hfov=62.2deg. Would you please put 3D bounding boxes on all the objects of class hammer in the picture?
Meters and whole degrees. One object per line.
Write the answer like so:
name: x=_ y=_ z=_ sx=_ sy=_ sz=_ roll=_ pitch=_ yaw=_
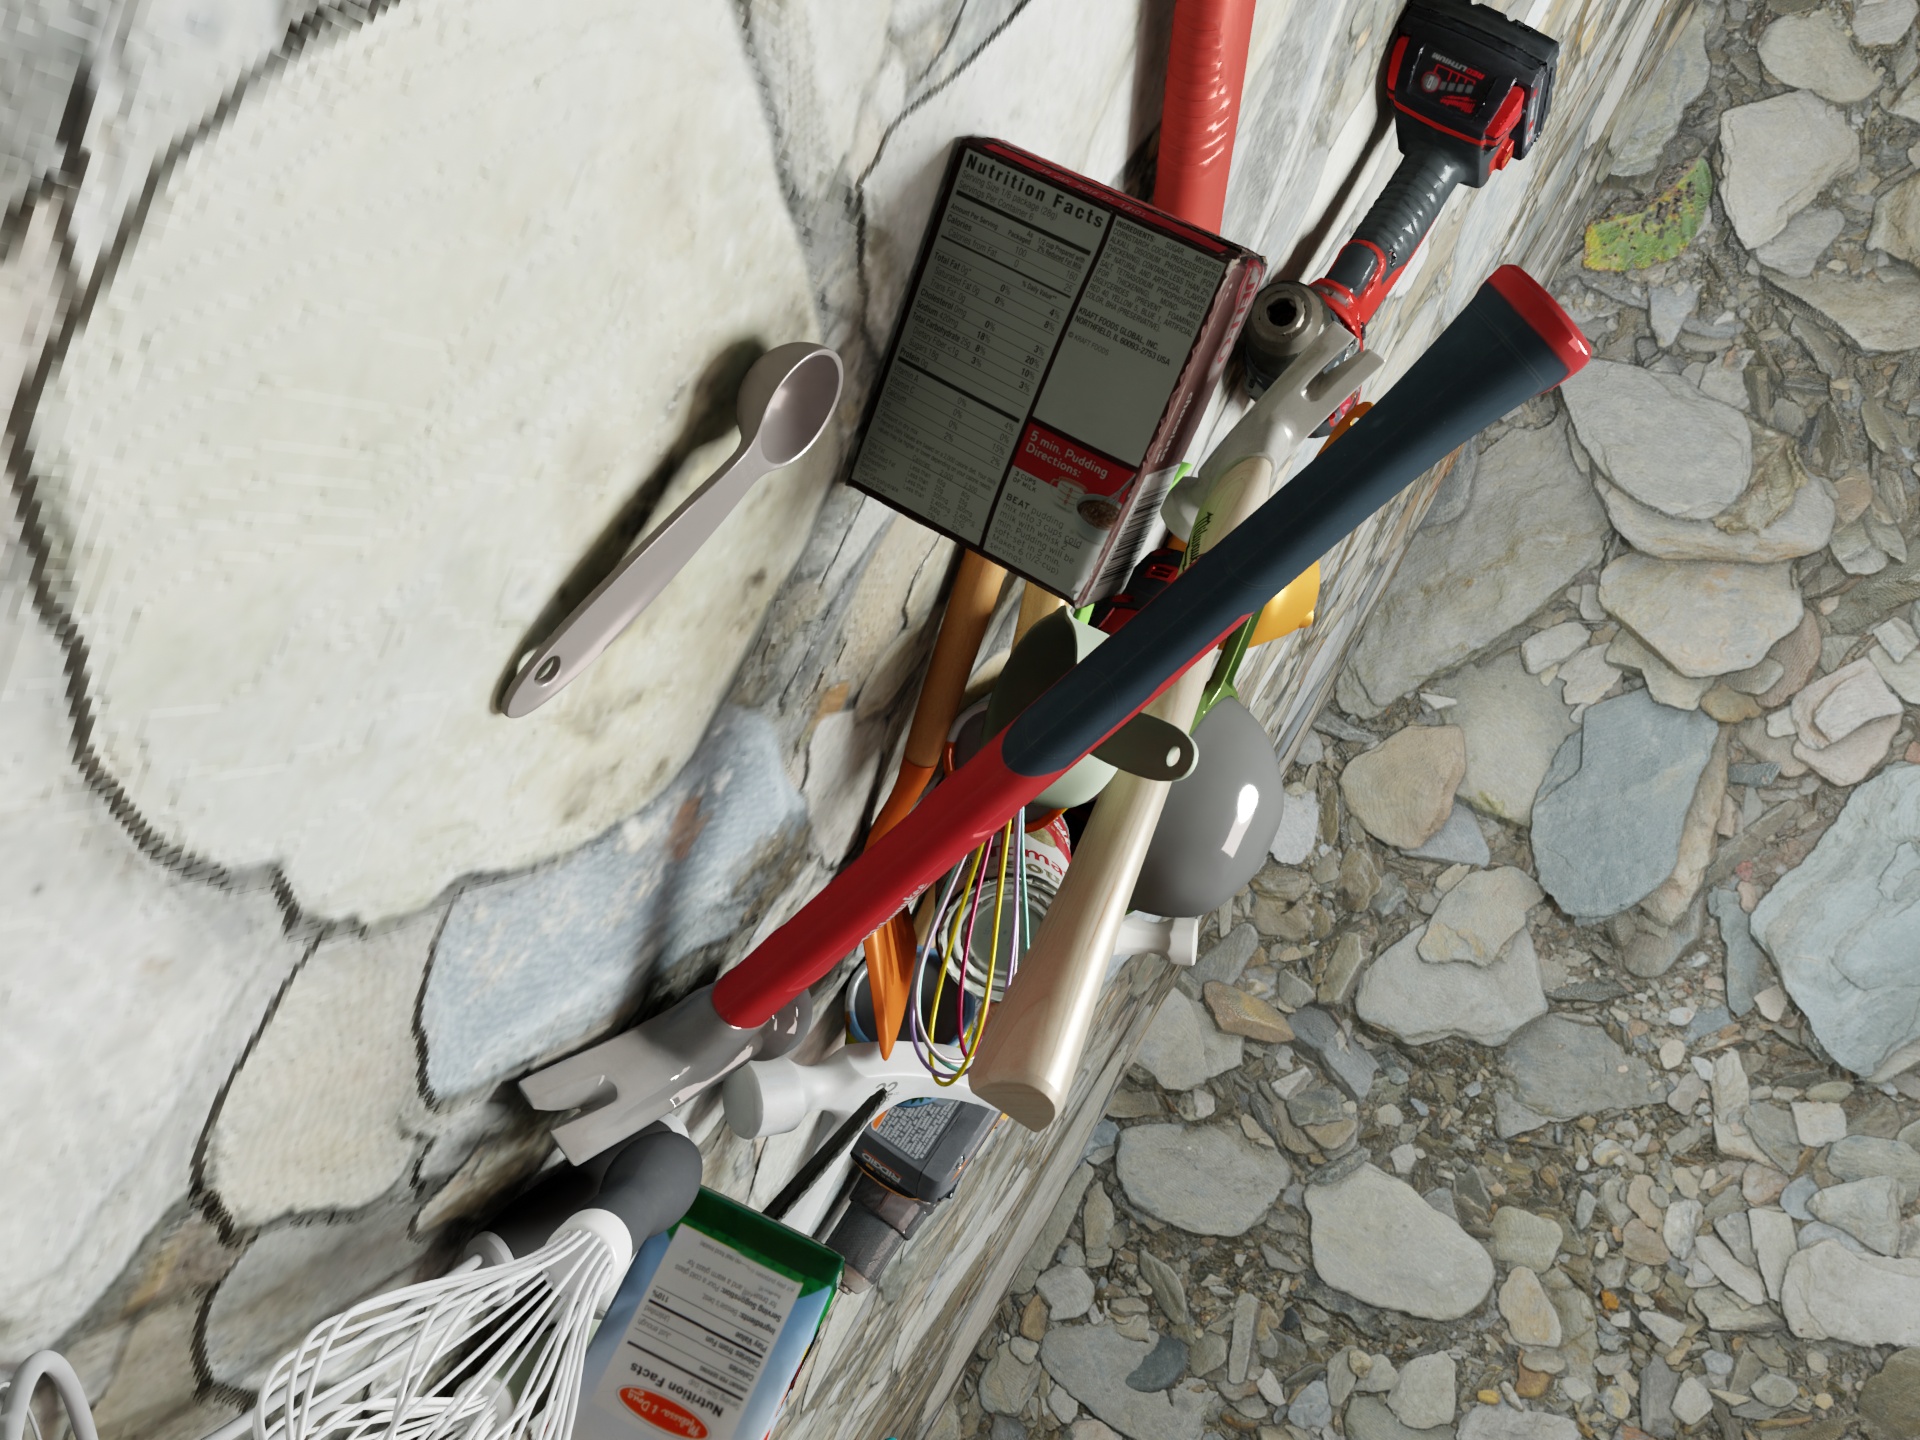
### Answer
hammer: x=0.023 y=0.007 z=0.492 sx=0.386 sy=0.038 sz=0.143 roll=-42 pitch=169 yaw=20
hammer: x=0.093 y=-0.013 z=0.678 sx=0.146 sy=0.038 sz=0.411 roll=-47 pitch=-166 yaw=49
hammer: x=-0.107 y=0.310 z=0.812 sx=0.144 sy=0.035 sz=0.405 roll=1 pitch=127 yaw=-36
hammer: x=0.057 y=0.139 z=0.896 sx=0.331 sy=0.130 sz=0.031 roll=-1 pitch=95 yaw=-77
hammer: x=0.089 y=-0.247 z=0.519 sx=0.149 sy=0.037 sz=0.358 roll=-54 pitch=163 yaw=-22

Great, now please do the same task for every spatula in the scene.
spatula: x=-0.001 y=-0.002 z=0.659 sx=0.081 sy=0.041 sz=0.322 roll=-73 pitch=-178 yaw=-61

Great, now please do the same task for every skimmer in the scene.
skimmer: x=-0.142 y=0.180 z=0.442 sx=0.363 sy=0.090 sz=0.127 roll=-18 pitch=101 yaw=-72

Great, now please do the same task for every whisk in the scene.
whisk: x=-0.171 y=0.245 z=0.555 sx=0.246 sy=0.058 sz=0.059 roll=41 pitch=49 yaw=-78
whisk: x=-0.109 y=0.152 z=0.425 sx=0.070 sy=0.070 sz=0.284 roll=-61 pitch=177 yaw=1
whisk: x=0.021 y=0.035 z=0.682 sx=0.047 sy=0.051 sz=0.245 roll=61 pitch=40 yaw=-79

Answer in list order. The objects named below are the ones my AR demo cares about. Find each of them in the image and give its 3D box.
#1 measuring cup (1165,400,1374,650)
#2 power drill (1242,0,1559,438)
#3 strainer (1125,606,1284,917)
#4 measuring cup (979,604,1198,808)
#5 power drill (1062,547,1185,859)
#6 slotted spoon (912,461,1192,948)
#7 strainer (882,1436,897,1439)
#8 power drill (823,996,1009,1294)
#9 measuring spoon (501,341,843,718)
measuring cup: x=0.176 y=-0.111 z=0.907 sx=0.052 sy=0.095 sz=0.173 roll=-22 pitch=153 yaw=-40
power drill: x=0.222 y=-0.264 z=0.847 sx=0.226 sy=0.080 sz=0.188 roll=-60 pitch=165 yaw=8
strainer: x=0.159 y=0.010 z=0.881 sx=0.151 sy=0.069 sz=0.256 roll=-26 pitch=140 yaw=-59
measuring cup: x=0.058 y=0.006 z=0.593 sx=0.168 sy=0.038 sz=0.083 roll=23 pitch=-87 yaw=67
power drill: x=0.089 y=0.016 z=0.920 sx=0.143 sy=0.078 sz=0.219 roll=-52 pitch=159 yaw=-30
slotted spoon: x=0.032 y=0.005 z=0.807 sx=0.313 sy=0.031 sz=0.070 roll=-64 pitch=174 yaw=20
strainer: x=-0.116 y=0.436 z=0.740 sx=0.211 sy=0.095 sz=0.340 roll=-44 pitch=156 yaw=26
power drill: x=-0.028 y=0.262 z=0.983 sx=0.185 sy=0.084 sz=0.226 roll=-53 pitch=168 yaw=-20
measuring spoon: x=-0.075 y=-0.050 z=0.399 sx=0.124 sy=0.018 sz=0.034 roll=-50 pitch=163 yaw=-14
